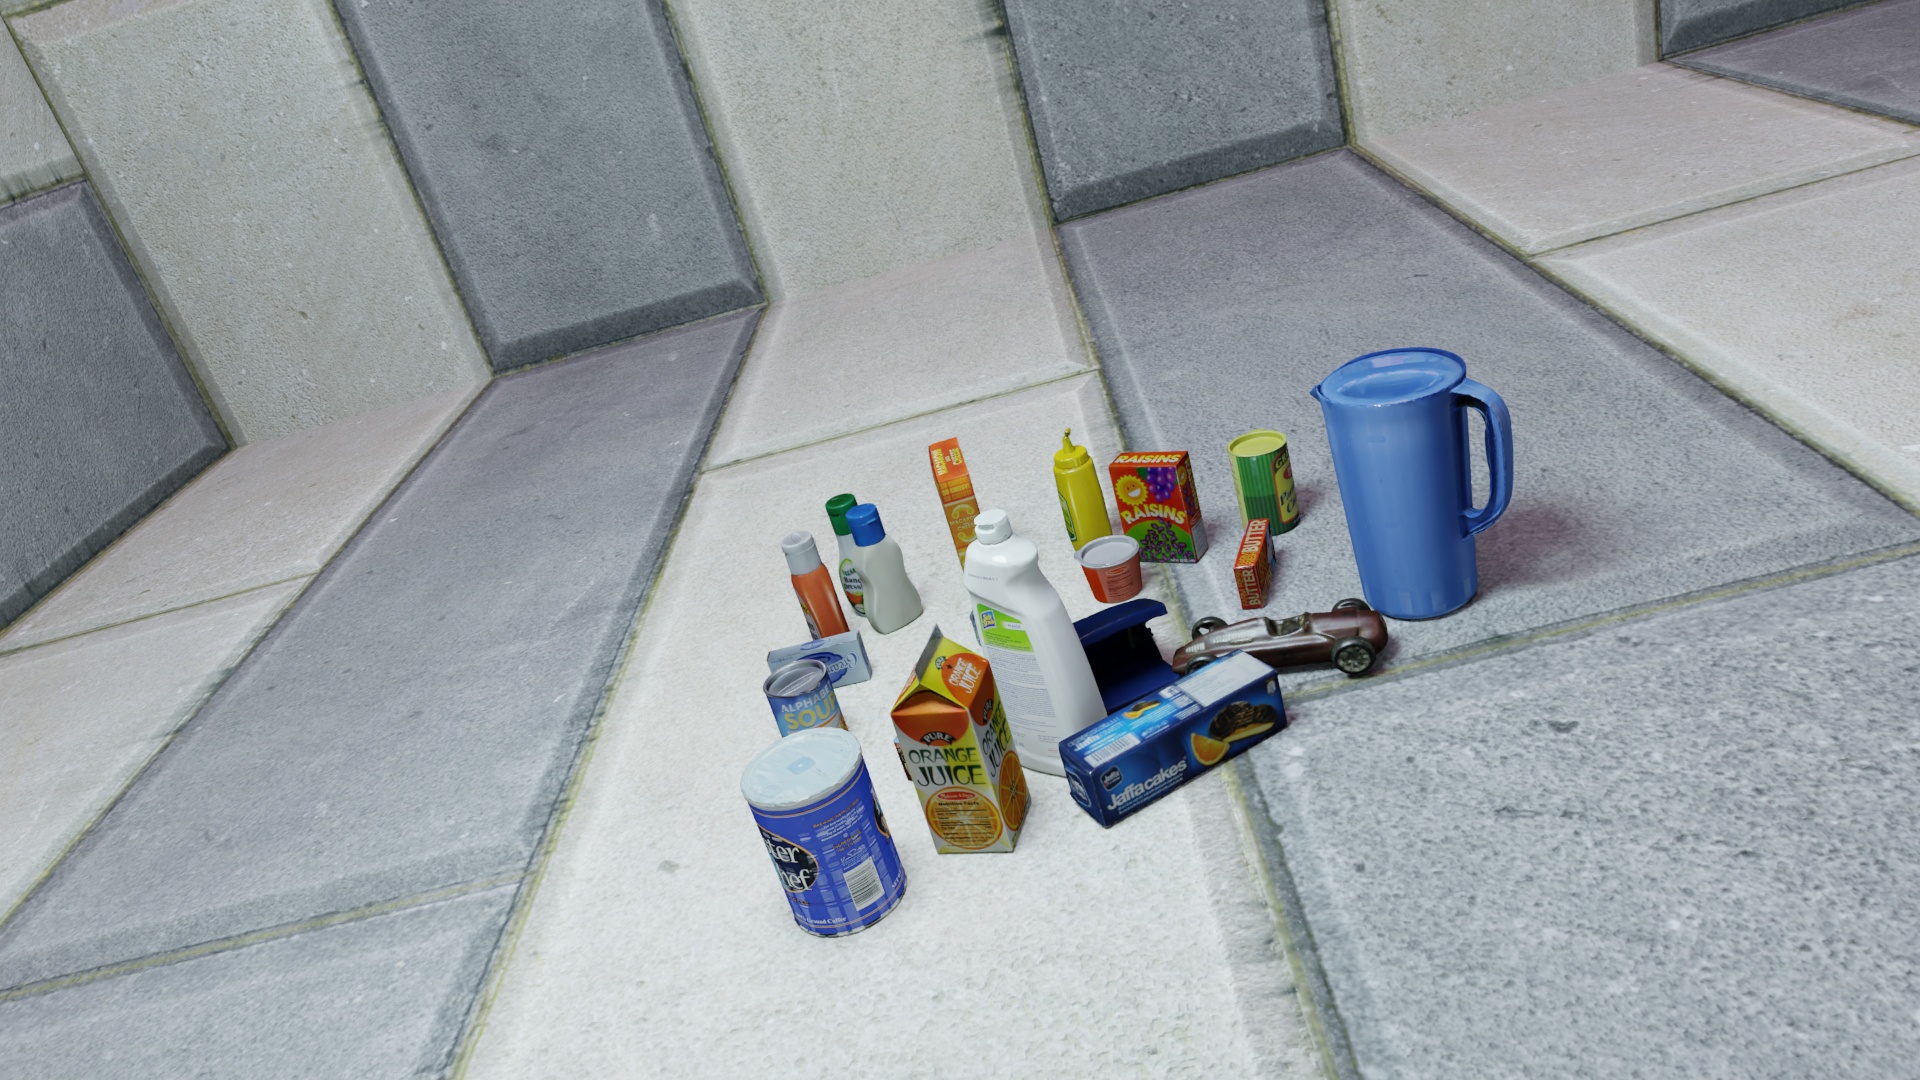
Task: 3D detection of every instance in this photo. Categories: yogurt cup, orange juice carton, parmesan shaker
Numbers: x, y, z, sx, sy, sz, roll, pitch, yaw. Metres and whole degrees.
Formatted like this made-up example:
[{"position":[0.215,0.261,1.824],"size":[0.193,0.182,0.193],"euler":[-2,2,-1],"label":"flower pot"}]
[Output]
[{"position":[0.167,0.033,1.523],"size":[0.072,0.053,0.073],"euler":[-14,25,7],"label":"yogurt cup"},{"position":[-0.003,0.169,1.179],"size":[0.073,0.192,0.072],"euler":[-7,26,21],"label":"orange juice carton"},{"position":[0.342,-0.065,1.560],"size":[0.071,0.102,0.071],"euler":[-14,25,7],"label":"parmesan shaker"}]

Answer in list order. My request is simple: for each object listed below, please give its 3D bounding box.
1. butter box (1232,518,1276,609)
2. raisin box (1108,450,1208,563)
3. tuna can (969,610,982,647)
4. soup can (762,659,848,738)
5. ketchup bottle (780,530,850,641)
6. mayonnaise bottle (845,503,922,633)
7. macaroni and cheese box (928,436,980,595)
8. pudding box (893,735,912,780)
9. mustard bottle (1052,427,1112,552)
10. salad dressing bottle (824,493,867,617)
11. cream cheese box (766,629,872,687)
[{"position":[0.309,0.024,1.454],"size":[0.024,0.053,0.104],"euler":[-5,27,24],"label":"butter box"},{"position":[0.222,-0.037,1.553],"size":[0.086,0.123,0.040],"euler":[1,30,35],"label":"raisin box"},{"position":[0.044,0.090,1.506],"size":[0.071,0.032,0.071],"euler":[-14,25,7],"label":"tuna can"},{"position":[-0.153,0.173,1.394],"size":[0.071,0.083,0.071],"euler":[-14,25,7],"label":"soup can"},{"position":[-0.161,0.061,1.554],"size":[0.043,0.148,0.065],"euler":[-23,25,-14],"label":"ketchup bottle"},{"position":[-0.092,0.030,1.578],"size":[0.065,0.147,0.041],"euler":[-29,27,-25],"label":"mayonnaise bottle"},{"position":[0.006,-0.020,1.600],"size":[0.040,0.165,0.124],"euler":[-17,24,0],"label":"macaroni and cheese box"},{"position":[-0.016,0.200,1.293],"size":[0.083,0.049,0.030],"euler":[0,29,33],"label":"pudding box"},{"position":[0.137,-0.058,1.605],"size":[0.049,0.159,0.065],"euler":[-19,24,-5],"label":"mustard bottle"},{"position":[-0.120,0.017,1.623],"size":[0.064,0.147,0.044],"euler":[1,30,34],"label":"salad dressing bottle"},{"position":[-0.152,0.136,1.508],"size":[0.104,0.053,0.024],"euler":[-14,24,6],"label":"cream cheese box"}]
